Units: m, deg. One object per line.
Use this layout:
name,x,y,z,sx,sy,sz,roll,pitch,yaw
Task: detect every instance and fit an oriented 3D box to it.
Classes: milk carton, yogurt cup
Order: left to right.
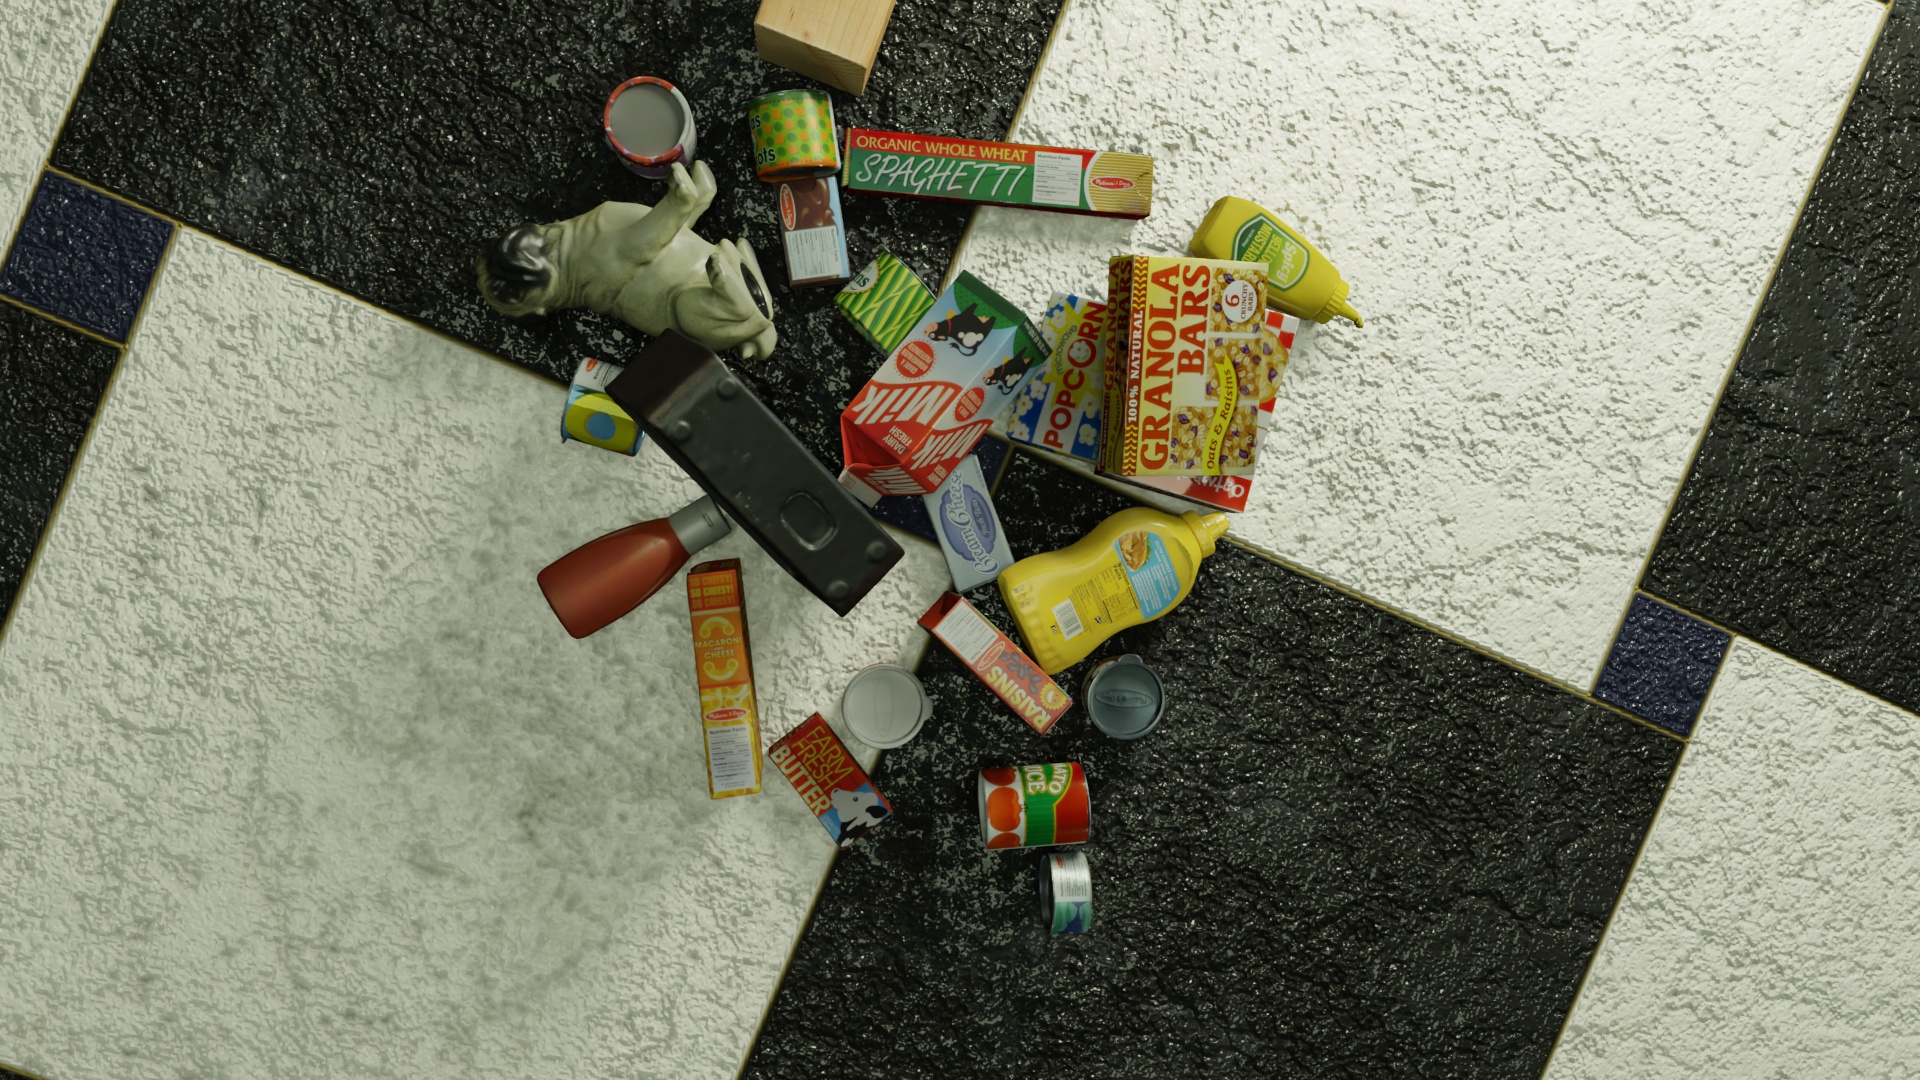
yogurt cup,-0.062,0.129,1.118,0.072,0.054,0.072,0,93,-6
milk carton,-0.022,-0.108,1.086,0.073,0.072,0.190,40,90,26

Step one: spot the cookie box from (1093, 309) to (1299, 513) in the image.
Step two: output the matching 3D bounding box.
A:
cookie box,0.193,-0.117,1.142,0.123,0.040,0.167,16,90,-7

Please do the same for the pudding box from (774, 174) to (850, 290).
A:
pudding box,-0.117,-0.244,1.103,0.050,0.030,0.083,-9,94,-5

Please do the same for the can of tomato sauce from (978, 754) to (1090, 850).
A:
can of tomato sauce,0.059,0.214,1.130,0.083,0.071,0.071,-4,94,-6

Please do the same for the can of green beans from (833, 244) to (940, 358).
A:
can of green beans,-0.058,-0.186,1.095,0.058,0.071,0.071,-44,97,-2

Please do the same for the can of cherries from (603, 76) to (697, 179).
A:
can of cherries,-0.241,-0.317,1.071,0.071,0.058,0.071,0,93,-7

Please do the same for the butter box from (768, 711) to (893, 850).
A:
butter box,-0.106,0.195,1.131,0.053,0.024,0.103,-37,96,-3

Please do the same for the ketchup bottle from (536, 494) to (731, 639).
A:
ketchup bottle,-0.254,0.015,1.095,0.149,0.043,0.064,-30,97,-4

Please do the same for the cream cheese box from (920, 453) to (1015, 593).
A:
cream cheese box,0.004,-0.014,1.132,0.053,0.024,0.103,-21,95,-5

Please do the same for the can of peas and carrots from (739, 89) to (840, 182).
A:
can of peas and carrots,-0.132,-0.313,1.079,0.071,0.071,0.058,-9,95,-6

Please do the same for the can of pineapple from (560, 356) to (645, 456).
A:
can of pineapple,-0.272,-0.102,1.076,0.058,0.071,0.071,16,91,-7

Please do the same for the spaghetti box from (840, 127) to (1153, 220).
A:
spaghetti box,0.030,-0.295,1.118,0.250,0.029,0.050,4,93,-7

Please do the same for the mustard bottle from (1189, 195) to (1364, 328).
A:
mustard bottle,0.268,-0.220,1.139,0.160,0.049,0.065,30,91,-7

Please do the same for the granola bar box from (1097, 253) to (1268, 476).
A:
granola bar box,0.172,-0.134,1.073,0.124,0.039,0.165,-2,100,-25

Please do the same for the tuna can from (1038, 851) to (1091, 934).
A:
tuna can,0.085,0.290,1.139,0.033,0.071,0.071,1,93,-7

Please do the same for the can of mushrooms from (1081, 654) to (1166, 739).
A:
can of mushrooms,0.135,0.127,1.151,0.071,0.033,0.071,0,93,-6

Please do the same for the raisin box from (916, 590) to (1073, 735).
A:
raisin box,0.027,0.096,1.110,0.123,0.086,0.040,44,83,-7

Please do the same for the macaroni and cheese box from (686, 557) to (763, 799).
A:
macaroni and cheese box,-0.181,0.101,1.068,0.040,0.124,0.166,-7,94,-7

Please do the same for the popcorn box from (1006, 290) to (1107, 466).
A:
popcorn box,0.098,-0.129,1.111,0.085,0.038,0.126,19,91,28
